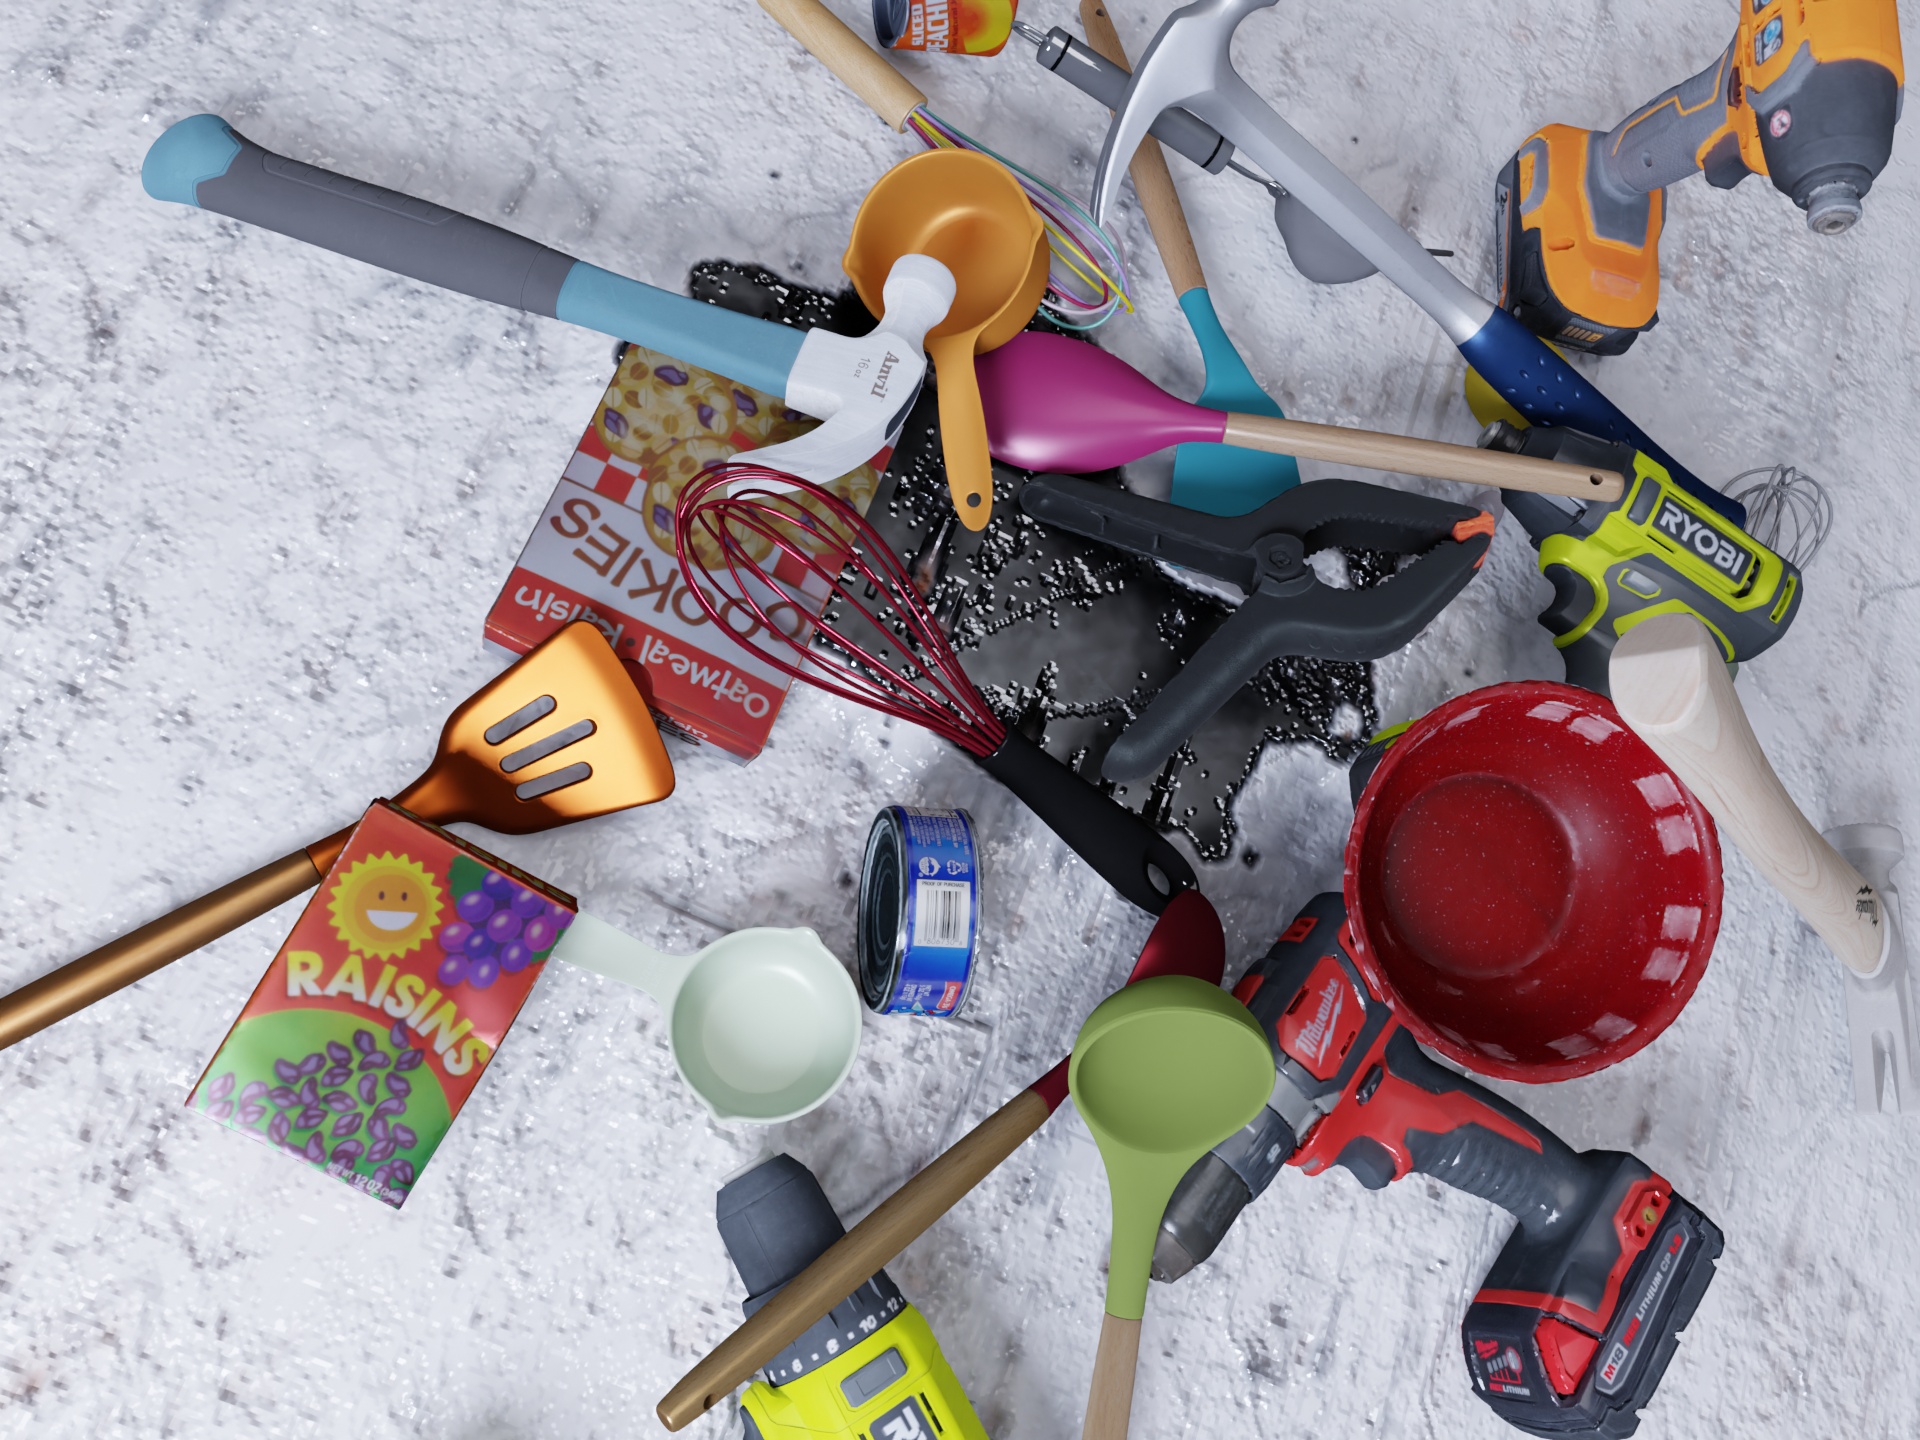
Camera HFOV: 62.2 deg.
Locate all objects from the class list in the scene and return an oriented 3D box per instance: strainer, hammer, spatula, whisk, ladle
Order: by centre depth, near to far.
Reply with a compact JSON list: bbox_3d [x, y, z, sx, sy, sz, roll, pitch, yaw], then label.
[{"bbox_3d":[-0.265,0.066,0.594,0.322,0.041,0.081,-30,102,-21],"label":"spatula"},{"bbox_3d":[0.060,0.255,0.601,0.078,0.062,0.320,10,87,-4],"label":"ladle"},{"bbox_3d":[0.011,0.162,0.616,0.315,0.031,0.069,-32,128,-35],"label":"ladle"},{"bbox_3d":[-0.001,-0.002,0.664,0.295,0.073,0.073,39,66,-23],"label":"whisk"},{"bbox_3d":[-0.176,-0.186,0.666,0.331,0.033,0.128,19,67,0],"label":"hammer"},{"bbox_3d":[0.351,0.064,0.669,0.410,0.038,0.146,29,59,-47],"label":"hammer"},{"bbox_3d":[-0.007,-0.280,0.780,0.245,0.051,0.047,43,36,2],"label":"whisk"},{"bbox_3d":[0.241,-0.198,0.784,0.405,0.144,0.035,33,24,-21],"label":"hammer"},{"bbox_3d":[0.134,-0.279,0.799,0.258,0.087,0.050,26,102,-16],"label":"strainer"},{"bbox_3d":[0.105,-0.231,0.808,0.082,0.044,0.318,-9,73,-18],"label":"spatula"},{"bbox_3d":[0.398,-0.038,0.836,0.059,0.057,0.246,21,68,26],"label":"whisk"}]

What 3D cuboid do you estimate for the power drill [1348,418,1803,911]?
[{"bbox_3d":[0.287,-0.026,0.762,0.171,0.080,0.223,33,74,-4],"label":"power drill"}]

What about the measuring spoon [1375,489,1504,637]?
[{"bbox_3d":[0.245,-0.081,0.815,0.034,0.018,0.124,47,60,0],"label":"measuring spoon"}]

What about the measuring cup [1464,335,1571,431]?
[{"bbox_3d":[0.344,-0.155,0.856,0.156,0.029,0.062,30,68,-6],"label":"measuring cup"}]

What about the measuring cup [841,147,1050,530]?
[{"bbox_3d":[0.003,-0.171,0.736,0.095,0.052,0.173,-7,89,16],"label":"measuring cup"}]

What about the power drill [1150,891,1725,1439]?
[{"bbox_3d":[0.189,0.208,0.680,0.226,0.080,0.188,41,67,0],"label":"power drill"}]

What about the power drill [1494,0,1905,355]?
[{"bbox_3d":[0.363,-0.271,0.789,0.084,0.226,0.164,10,72,-15],"label":"power drill"}]

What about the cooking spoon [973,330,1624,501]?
[{"bbox_3d":[0.150,-0.135,0.749,0.319,0.017,0.069,10,82,3],"label":"cooking spoon"}]

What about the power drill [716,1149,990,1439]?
[{"bbox_3d":[-0.102,0.284,0.565,0.228,0.080,0.191,-26,79,-25],"label":"power drill"}]

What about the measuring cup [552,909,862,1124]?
[{"bbox_3d":[-0.120,0.105,0.636,0.167,0.038,0.083,24,69,1],"label":"measuring cup"}]
